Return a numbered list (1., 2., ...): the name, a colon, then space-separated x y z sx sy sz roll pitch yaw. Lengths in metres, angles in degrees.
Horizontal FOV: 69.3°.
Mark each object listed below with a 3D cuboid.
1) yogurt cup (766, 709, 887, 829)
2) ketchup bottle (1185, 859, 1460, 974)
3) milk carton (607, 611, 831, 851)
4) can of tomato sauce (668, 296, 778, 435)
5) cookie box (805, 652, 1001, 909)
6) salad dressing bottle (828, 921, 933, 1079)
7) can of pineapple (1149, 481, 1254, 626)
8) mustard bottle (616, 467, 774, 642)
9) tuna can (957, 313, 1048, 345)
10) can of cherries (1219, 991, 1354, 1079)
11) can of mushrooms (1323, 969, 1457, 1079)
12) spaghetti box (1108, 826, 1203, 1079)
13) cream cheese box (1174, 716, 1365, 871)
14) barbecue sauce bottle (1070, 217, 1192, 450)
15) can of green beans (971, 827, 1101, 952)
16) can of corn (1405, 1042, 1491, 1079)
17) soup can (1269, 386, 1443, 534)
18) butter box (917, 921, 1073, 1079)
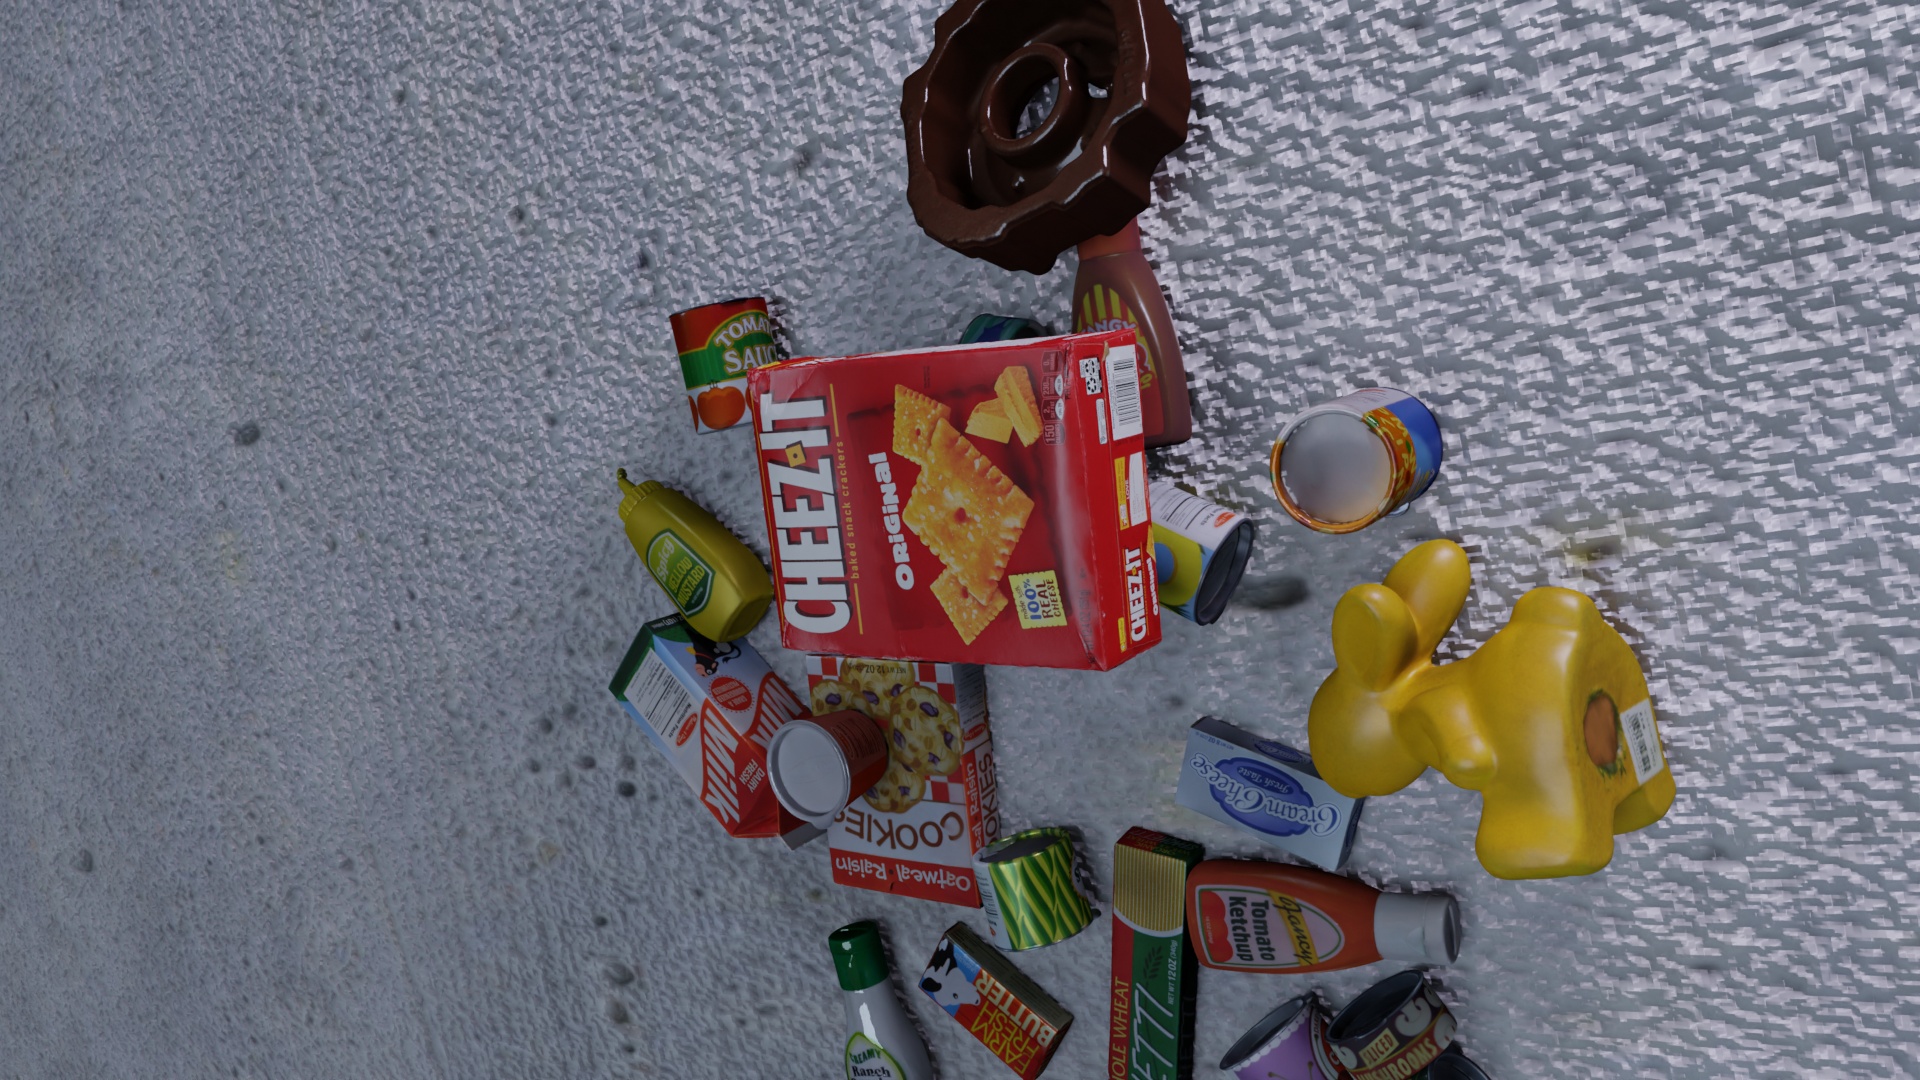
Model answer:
1. yogurt cup: -0.085 0.144 0.912 0.072 0.054 0.072 7 103 33
2. ketchup bottle: 0.205 0.217 0.793 0.148 0.044 0.064 -6 97 34
3. milk carton: -0.159 0.141 0.999 0.191 0.072 0.073 45 121 18
4. can of tomato sauce: -0.155 -0.119 0.943 0.071 0.071 0.083 -8 96 34
5. cookie box: -0.038 0.157 0.942 0.123 0.040 0.167 0 100 33
6. salad dressing bottle: -0.060 0.350 0.995 0.064 0.044 0.147 -13 93 33
7. can of pineapple: 0.125 0.008 0.787 0.058 0.071 0.070 26 114 27
8. mustard bottle: -0.205 0.003 1.013 0.160 0.049 0.065 44 119 18
9. tuna can: 0.025 -0.099 0.827 0.033 0.071 0.071 11 107 31
10. can of cherries: 0.196 0.307 0.805 0.058 0.072 0.071 51 122 13
11. can of mushrooms: 0.237 0.271 0.766 0.070 0.071 0.033 -41 79 33
12. spaghetti box: 0.121 0.306 0.876 0.050 0.029 0.249 8 105 33
13. cream cheese box: 0.179 0.146 0.806 0.104 0.024 0.053 19 112 29
14. barbecue sauce bottle: 0.091 -0.125 0.794 0.065 0.044 0.148 -5 97 34
15. can of green beans: 0.046 0.221 0.885 0.071 0.071 0.058 -15 92 35
16. can of corn: 0.261 0.323 0.766 0.071 0.071 0.058 50 123 14
17. soup can: 0.205 -0.039 0.713 0.071 0.084 0.071 8 105 32
18. butter box: 0.023 0.314 0.945 0.103 0.024 0.053 35 117 22
